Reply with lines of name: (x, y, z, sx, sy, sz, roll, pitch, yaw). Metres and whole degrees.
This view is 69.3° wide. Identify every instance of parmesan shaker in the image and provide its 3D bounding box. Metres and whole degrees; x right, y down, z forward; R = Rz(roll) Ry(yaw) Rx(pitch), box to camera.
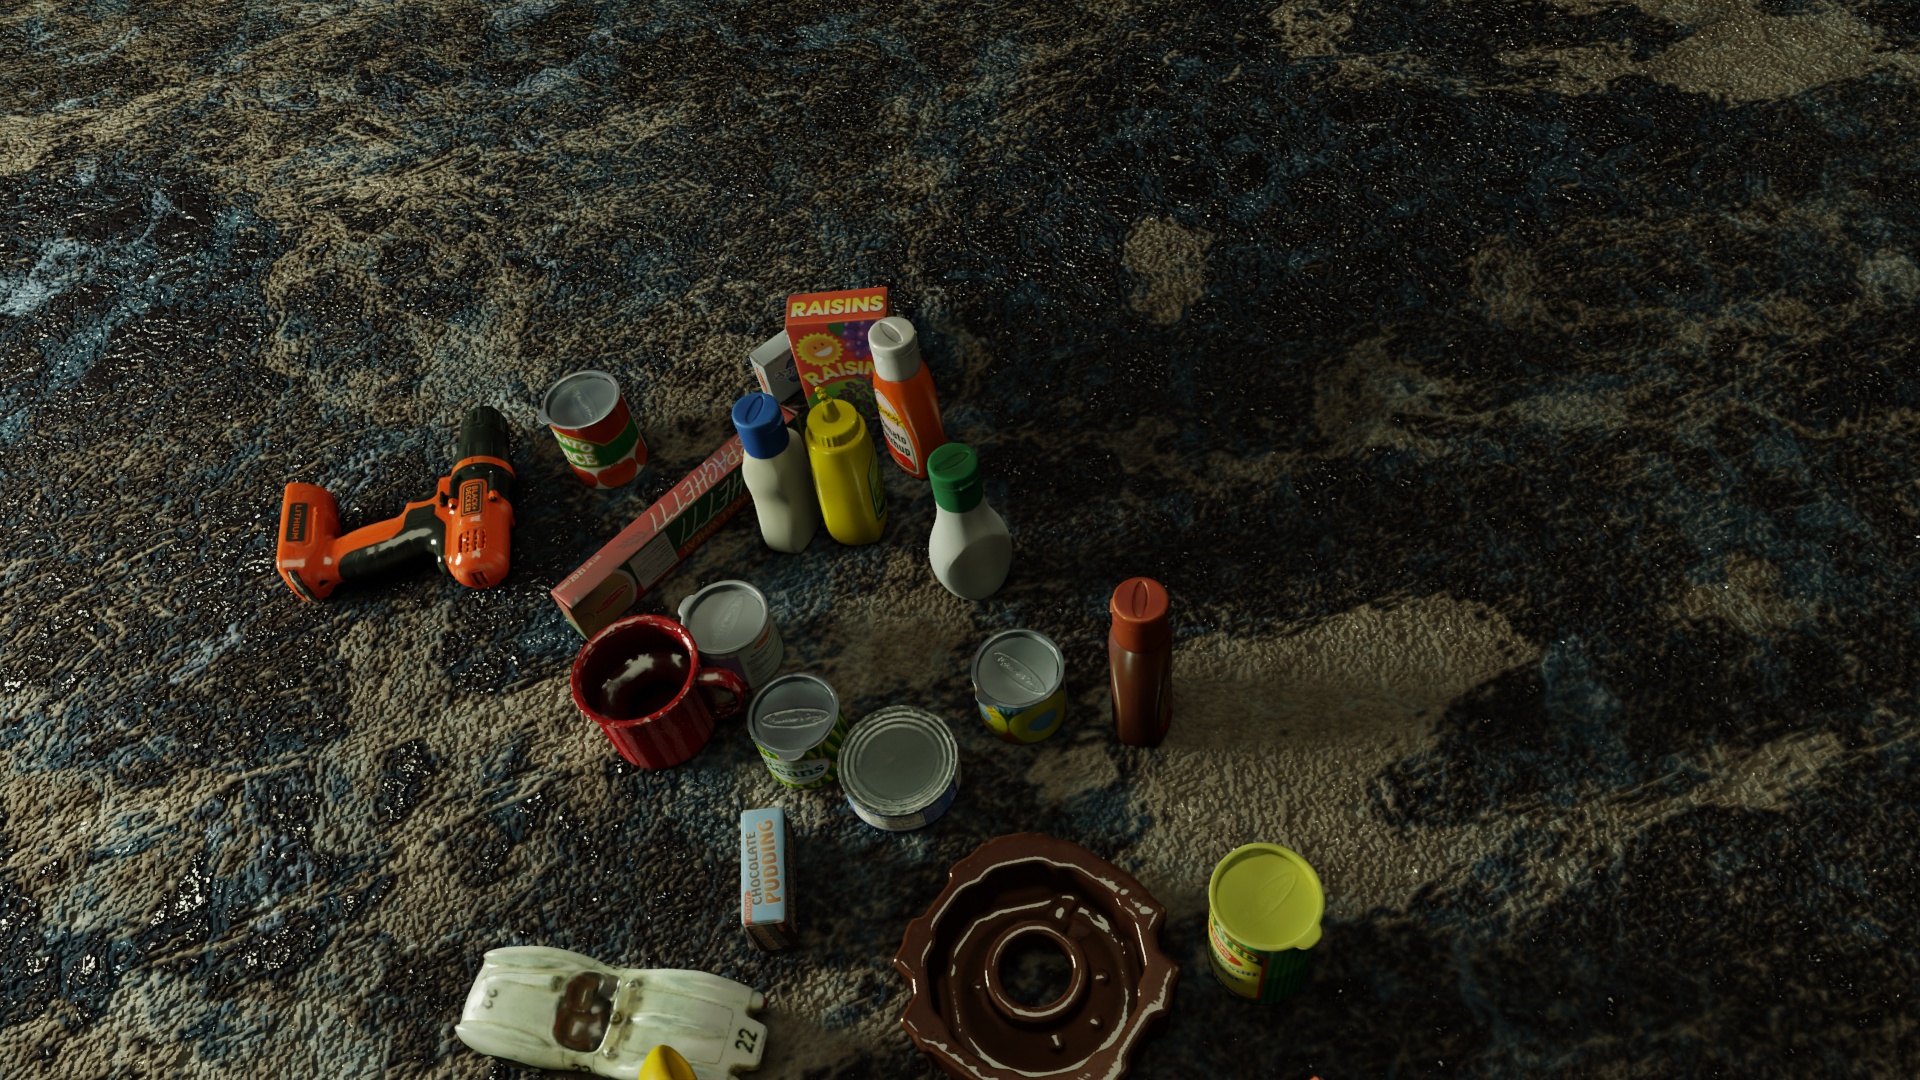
parmesan shaker: (0.187, 0.239, 0.851, 0.071, 0.102, 0.071, -4, 53, 5)

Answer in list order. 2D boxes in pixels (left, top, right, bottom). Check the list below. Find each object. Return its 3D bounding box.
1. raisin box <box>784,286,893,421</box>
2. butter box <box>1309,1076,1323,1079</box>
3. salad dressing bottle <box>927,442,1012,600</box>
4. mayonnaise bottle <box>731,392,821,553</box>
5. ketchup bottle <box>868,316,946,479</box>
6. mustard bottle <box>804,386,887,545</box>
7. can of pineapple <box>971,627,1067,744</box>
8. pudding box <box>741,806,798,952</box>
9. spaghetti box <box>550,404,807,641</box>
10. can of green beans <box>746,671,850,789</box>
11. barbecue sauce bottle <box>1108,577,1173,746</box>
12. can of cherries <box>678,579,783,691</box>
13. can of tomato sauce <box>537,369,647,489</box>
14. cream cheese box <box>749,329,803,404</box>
raisin box: (-0.093, -0.155, 1.174, 0.086, 0.122, 0.040, -3, 53, 6)
butter box: (0.173, 0.354, 0.798, 0.104, 0.053, 0.024, -33, 56, -16)
salad dressing bottle: (0.004, -0.013, 1.039, 0.064, 0.147, 0.044, -28, 55, -12)
mayonnaise bottle: (-0.144, -0.055, 1.091, 0.041, 0.147, 0.065, 9, 55, 14)
ketchup bottle: (-0.044, -0.117, 1.122, 0.044, 0.148, 0.065, -34, 56, -16)
mustard bottle: (-0.091, -0.062, 1.081, 0.049, 0.159, 0.065, -3, 53, 6)
can of pineapple: (0.042, 0.106, 1.000, 0.071, 0.057, 0.071, -4, 53, 5)
pudding box: (-0.129, 0.228, 0.939, 0.030, 0.049, 0.084, -8, 53, 2)
spaghetti box: (-0.224, -0.019, 1.137, 0.029, 0.050, 0.251, 33, 64, 28)
can of green beans: (-0.115, 0.137, 0.999, 0.071, 0.057, 0.071, -4, 53, 5)
barbecue sauce bottle: (0.124, 0.081, 0.951, 0.044, 0.147, 0.065, 3, 54, 11)
can of cherries: (-0.174, 0.072, 1.056, 0.071, 0.058, 0.072, -4, 53, 5)
can of tomato sauce: (-0.312, -0.092, 1.184, 0.071, 0.082, 0.071, -4, 53, 5)
cream cheese box: (-0.136, -0.170, 1.235, 0.104, 0.053, 0.024, -39, 58, -20)
